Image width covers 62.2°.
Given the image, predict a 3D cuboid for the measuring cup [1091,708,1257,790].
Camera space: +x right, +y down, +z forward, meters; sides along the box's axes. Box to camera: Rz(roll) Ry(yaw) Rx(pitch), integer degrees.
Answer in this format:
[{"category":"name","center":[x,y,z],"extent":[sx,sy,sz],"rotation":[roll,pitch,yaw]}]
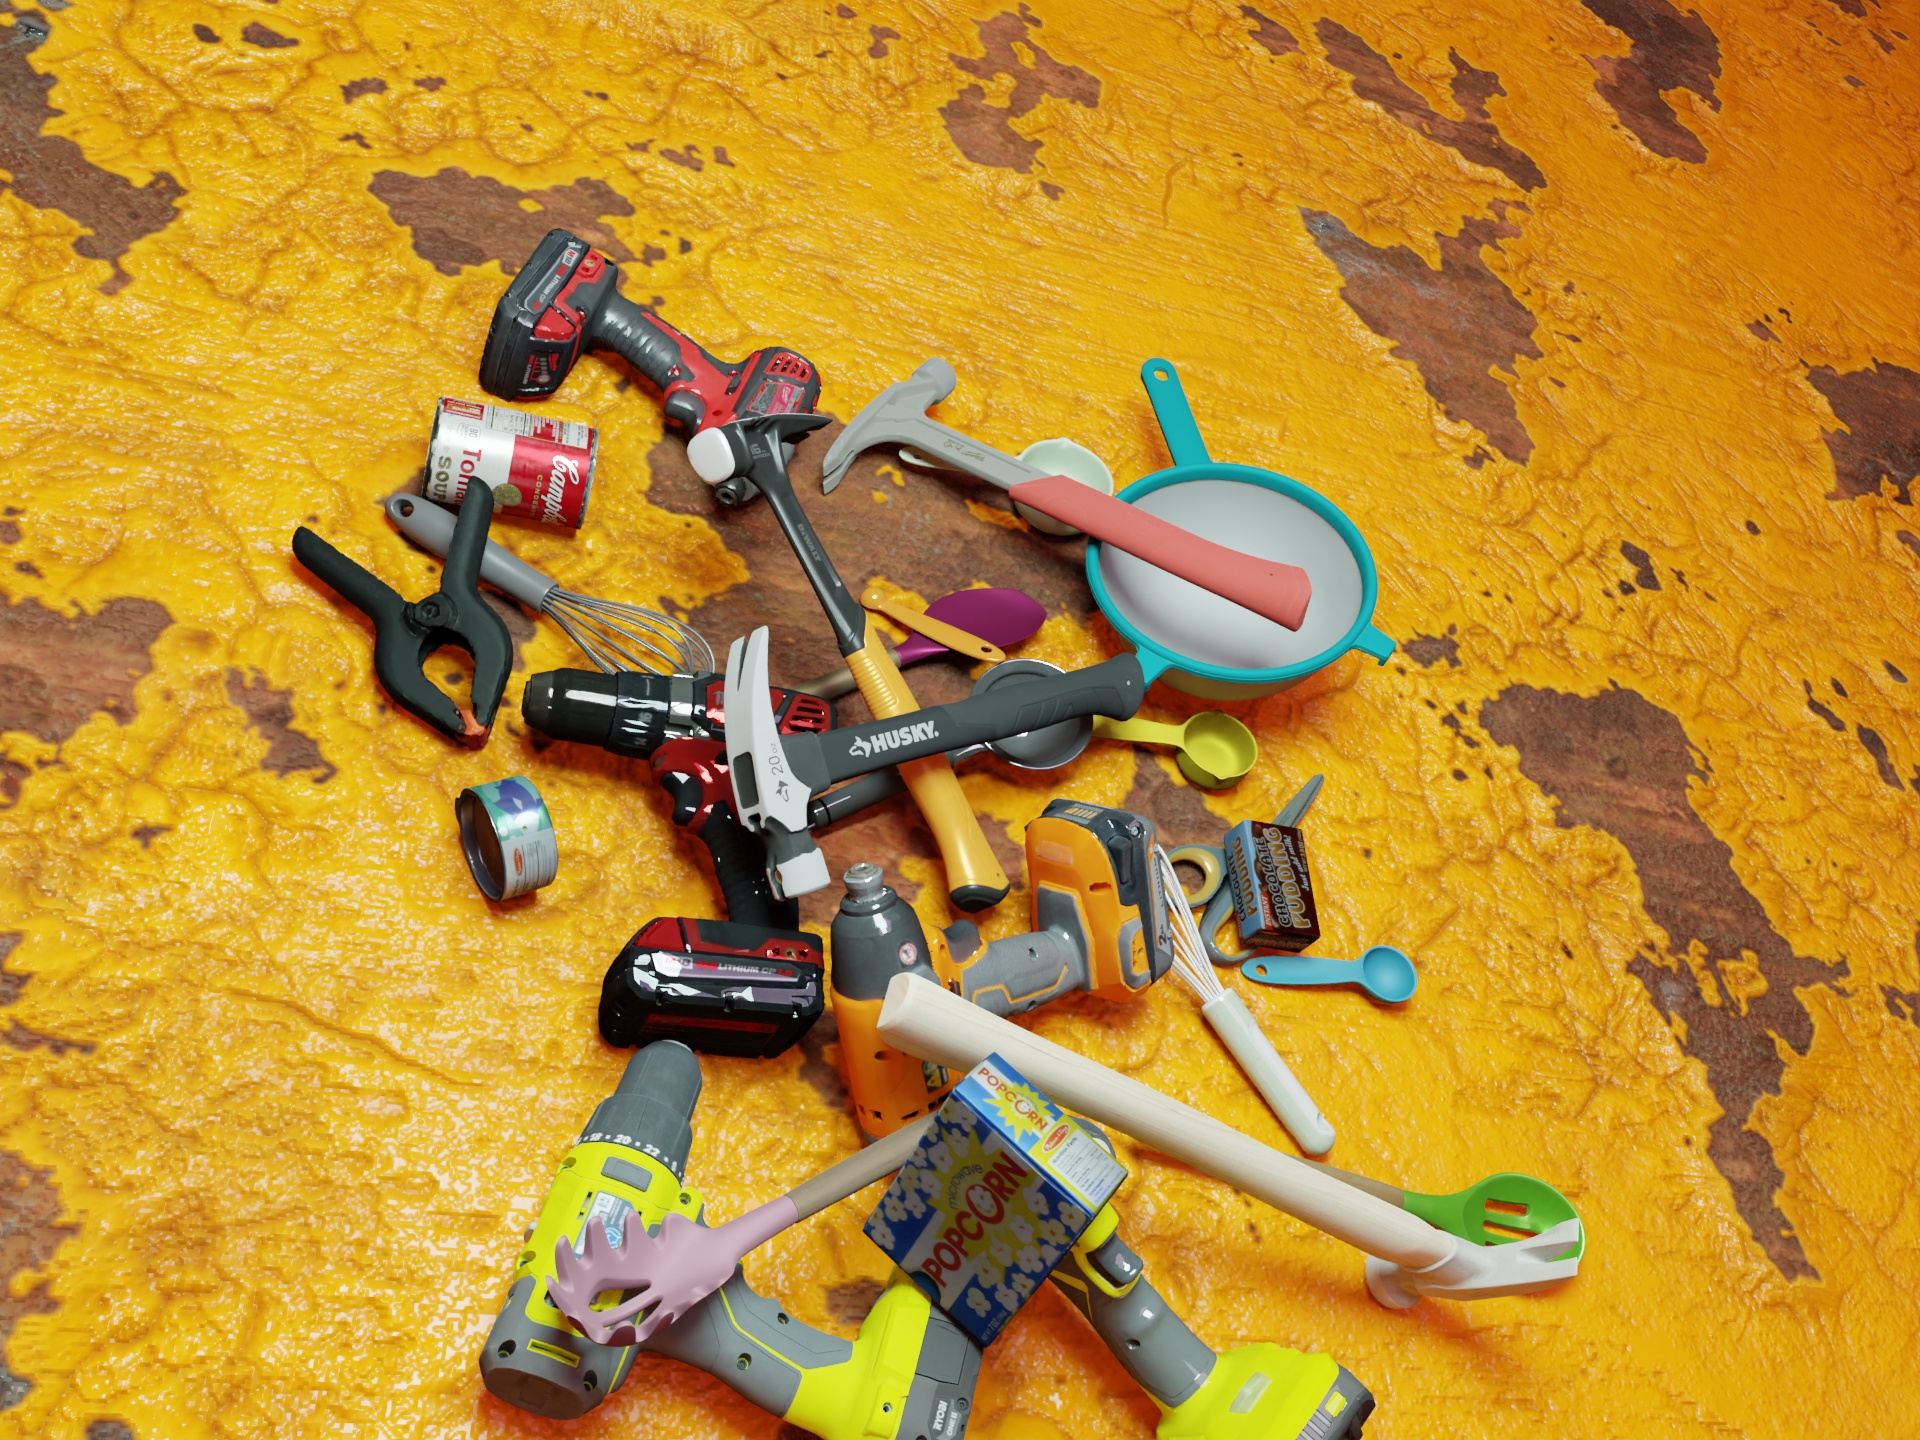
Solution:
[{"category":"measuring cup","center":[0.134,0.016,1.141],"extent":[0.156,0.029,0.062],"rotation":[9,53,-5]}]

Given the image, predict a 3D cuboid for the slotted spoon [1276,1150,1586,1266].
[{"category":"slotted spoon","center":[0.248,0.289,0.985],"extent":[0.313,0.031,0.070],"rotation":[18,62,-15]}]

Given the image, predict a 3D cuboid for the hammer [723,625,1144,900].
[{"category":"hammer","center":[-0.002,-0.003,0.970],"extent":[0.334,0.035,0.146],"rotation":[-15,86,-44]}]

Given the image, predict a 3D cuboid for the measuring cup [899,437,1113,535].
[{"category":"measuring cup","center":[0.033,-0.183,1.225],"extent":[0.167,0.038,0.083],"rotation":[7,54,-9]}]

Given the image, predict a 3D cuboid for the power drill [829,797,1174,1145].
[{"category":"power drill","center":[0.020,0.126,0.921],"extent":[0.226,0.084,0.164],"rotation":[-26,114,-38]}]

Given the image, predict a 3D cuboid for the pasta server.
[{"category":"pasta server","center":[-0.062,0.227,0.791],"extent":[0.316,0.040,0.060],"rotation":[-17,44,-41]}]

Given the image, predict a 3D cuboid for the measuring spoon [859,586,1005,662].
[{"category":"measuring spoon","center":[-0.019,-0.068,1.106],"extent":[0.117,0.011,0.021],"rotation":[26,42,18]}]

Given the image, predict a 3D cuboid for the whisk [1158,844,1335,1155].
[{"category":"whisk","center":[0.161,0.173,1.024],"extent":[0.246,0.059,0.058],"rotation":[54,25,12]}]

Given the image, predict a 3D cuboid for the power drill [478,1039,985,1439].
[{"category":"power drill","center":[-0.102,0.276,0.804],"extent":[0.228,0.080,0.191],"rotation":[24,45,-6]}]

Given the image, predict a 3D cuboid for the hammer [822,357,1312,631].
[{"category":"hammer","center":[0.081,-0.148,1.141],"extent":[0.359,0.036,0.149],"rotation":[28,57,18]}]

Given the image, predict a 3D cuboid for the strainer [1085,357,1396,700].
[{"category":"strainer","center":[0.184,-0.137,1.219],"extent":[0.211,0.095,0.341],"rotation":[-6,52,-7]}]

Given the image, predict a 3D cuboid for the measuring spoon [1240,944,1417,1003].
[{"category":"measuring spoon","center":[0.249,0.175,1.086],"extent":[0.128,0.021,0.042],"rotation":[4,56,-12]}]

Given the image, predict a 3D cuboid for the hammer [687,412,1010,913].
[{"category":"hammer","center":[-0.054,-0.036,0.996],"extent":[0.337,0.034,0.127],"rotation":[63,30,-2]}]

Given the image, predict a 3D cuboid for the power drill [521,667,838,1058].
[{"category":"power drill","center":[-0.162,0.069,0.912],"extent":[0.187,0.080,0.227],"rotation":[9,56,-20]}]

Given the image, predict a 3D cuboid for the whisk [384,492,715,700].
[{"category":"whisk","center":[-0.260,-0.081,1.002],"extent":[0.239,0.055,0.055],"rotation":[31,49,3]}]

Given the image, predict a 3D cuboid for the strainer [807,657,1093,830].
[{"category":"strainer","center":[-0.008,0.023,1.053],"extent":[0.258,0.050,0.087],"rotation":[-23,68,-30]}]

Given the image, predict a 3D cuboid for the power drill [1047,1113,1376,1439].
[{"category":"power drill","center":[0.095,0.300,0.820],"extent":[0.223,0.171,0.080],"rotation":[46,60,5]}]

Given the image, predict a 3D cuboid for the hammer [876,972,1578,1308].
[{"category":"hammer","center":[0.142,0.229,0.859],"extent":[0.410,0.146,0.038],"rotation":[28,54,-19]}]

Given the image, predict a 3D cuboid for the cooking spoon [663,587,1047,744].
[{"category":"cooking spoon","center":[-0.065,-0.033,1.078],"extent":[0.319,0.017,0.069],"rotation":[-24,50,-36]}]

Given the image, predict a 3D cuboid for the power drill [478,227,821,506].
[{"category":"power drill","center":[-0.215,-0.239,1.120],"extent":[0.219,0.078,0.143],"rotation":[26,50,-11]}]
